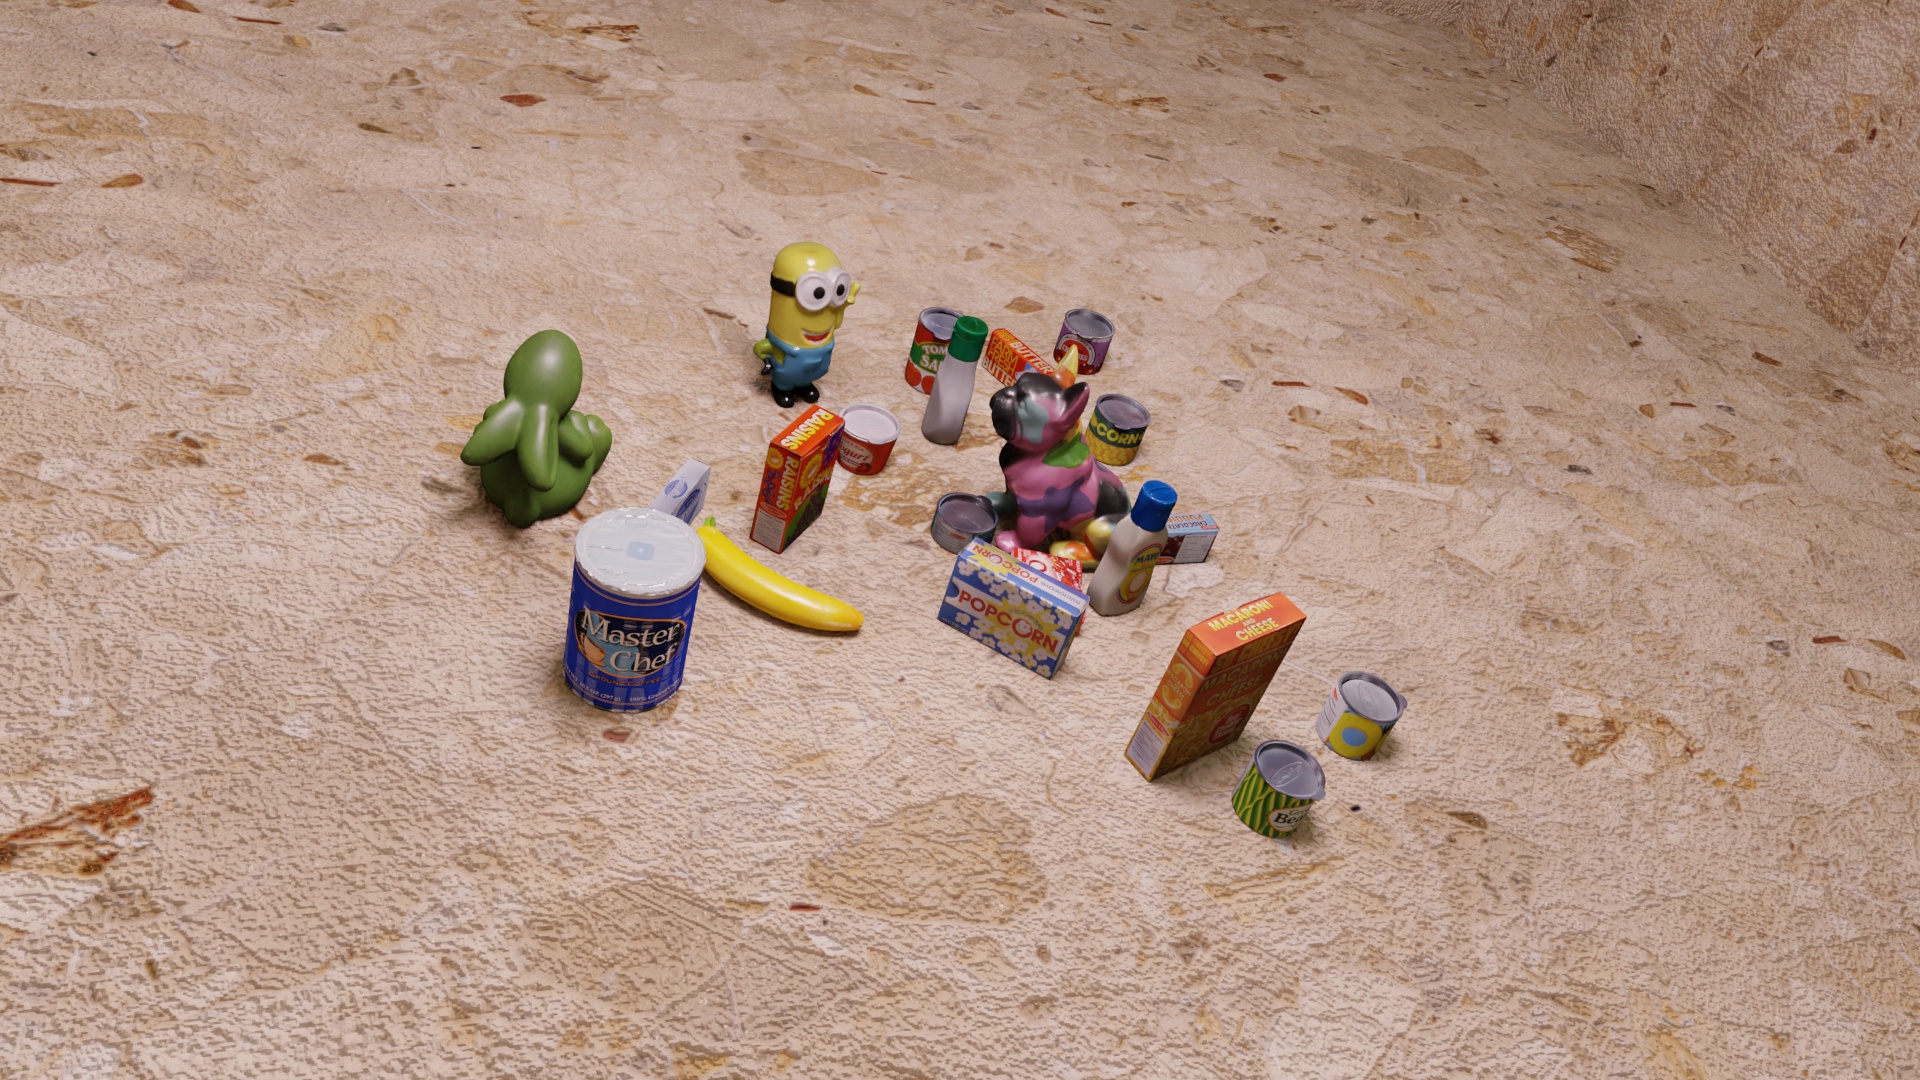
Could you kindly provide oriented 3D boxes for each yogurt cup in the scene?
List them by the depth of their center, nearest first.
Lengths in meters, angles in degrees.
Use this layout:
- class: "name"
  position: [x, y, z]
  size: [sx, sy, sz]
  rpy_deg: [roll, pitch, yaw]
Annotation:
- class: "yogurt cup"
  position: [-0.102, -0.107, 1.481]
  size: [0.072, 0.053, 0.073]
  rpy_deg: [11, 39, -9]

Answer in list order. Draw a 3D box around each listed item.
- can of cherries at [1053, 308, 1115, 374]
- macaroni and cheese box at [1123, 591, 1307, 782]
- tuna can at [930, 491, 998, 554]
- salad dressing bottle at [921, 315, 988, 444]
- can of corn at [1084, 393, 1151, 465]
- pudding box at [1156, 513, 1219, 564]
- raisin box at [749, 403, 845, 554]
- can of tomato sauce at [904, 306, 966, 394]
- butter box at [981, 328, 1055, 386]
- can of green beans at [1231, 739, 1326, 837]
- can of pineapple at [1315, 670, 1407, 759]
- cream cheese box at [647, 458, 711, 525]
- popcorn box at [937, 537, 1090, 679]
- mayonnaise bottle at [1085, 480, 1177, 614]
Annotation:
- class: "can of cherries"
  position: [0.154, -0.250, 1.754]
  size: [0.071, 0.058, 0.072]
  rpy_deg: [11, 39, -9]
- class: "macaroni and cheese box"
  position: [0.225, 0.130, 1.235]
  size: [0.124, 0.165, 0.040]
  rpy_deg: [-17, 50, -36]
- class: "tuna can"
  position: [0.005, -0.018, 1.433]
  size: [0.071, 0.032, 0.071]
  rpy_deg: [11, 39, -9]
- class: "salad dressing bottle"
  position: [-0.005, -0.176, 1.529]
  size: [0.044, 0.146, 0.064]
  rpy_deg: [7, 39, -15]
- class: "can of corn"
  position: [0.181, -0.127, 1.616]
  size: [0.071, 0.058, 0.071]
  rpy_deg: [11, 39, -9]
- class: "pudding box"
  position: [0.231, -0.002, 1.491]
  size: [0.084, 0.049, 0.030]
  rpy_deg: [-2, 43, -24]
- class: "raisin box"
  position: [-0.158, -0.059, 1.345]
  size: [0.040, 0.122, 0.086]
  rpy_deg: [28, 39, 11]
- class: "can of tomato sauce"
  position: [-0.025, -0.220, 1.625]
  size: [0.071, 0.082, 0.071]
  rpy_deg: [11, 39, -9]
- class: "butter box"
  position: [0.071, -0.207, 1.673]
  size: [0.024, 0.052, 0.104]
  rpy_deg: [-20, 52, -39]
- class: "can of green beans"
  position: [0.282, 0.221, 1.235]
  size: [0.071, 0.057, 0.071]
  rpy_deg: [11, 39, -9]
- class: "can of pineapple"
  position: [0.386, 0.170, 1.339]
  size: [0.071, 0.057, 0.071]
  rpy_deg: [11, 39, -9]
- class: "cream cheese box"
  position: [-0.272, -0.029, 1.319]
  size: [0.024, 0.053, 0.104]
  rpy_deg: [21, 38, 4]
- class: "popcorn box"
  position: [0.050, 0.064, 1.310]
  size: [0.127, 0.084, 0.038]
  rpy_deg: [28, 39, 12]
- class: "mayonnaise bottle"
  position: [0.173, 0.008, 1.377]
  size: [0.065, 0.147, 0.041]
  rpy_deg: [-13, 48, -34]
